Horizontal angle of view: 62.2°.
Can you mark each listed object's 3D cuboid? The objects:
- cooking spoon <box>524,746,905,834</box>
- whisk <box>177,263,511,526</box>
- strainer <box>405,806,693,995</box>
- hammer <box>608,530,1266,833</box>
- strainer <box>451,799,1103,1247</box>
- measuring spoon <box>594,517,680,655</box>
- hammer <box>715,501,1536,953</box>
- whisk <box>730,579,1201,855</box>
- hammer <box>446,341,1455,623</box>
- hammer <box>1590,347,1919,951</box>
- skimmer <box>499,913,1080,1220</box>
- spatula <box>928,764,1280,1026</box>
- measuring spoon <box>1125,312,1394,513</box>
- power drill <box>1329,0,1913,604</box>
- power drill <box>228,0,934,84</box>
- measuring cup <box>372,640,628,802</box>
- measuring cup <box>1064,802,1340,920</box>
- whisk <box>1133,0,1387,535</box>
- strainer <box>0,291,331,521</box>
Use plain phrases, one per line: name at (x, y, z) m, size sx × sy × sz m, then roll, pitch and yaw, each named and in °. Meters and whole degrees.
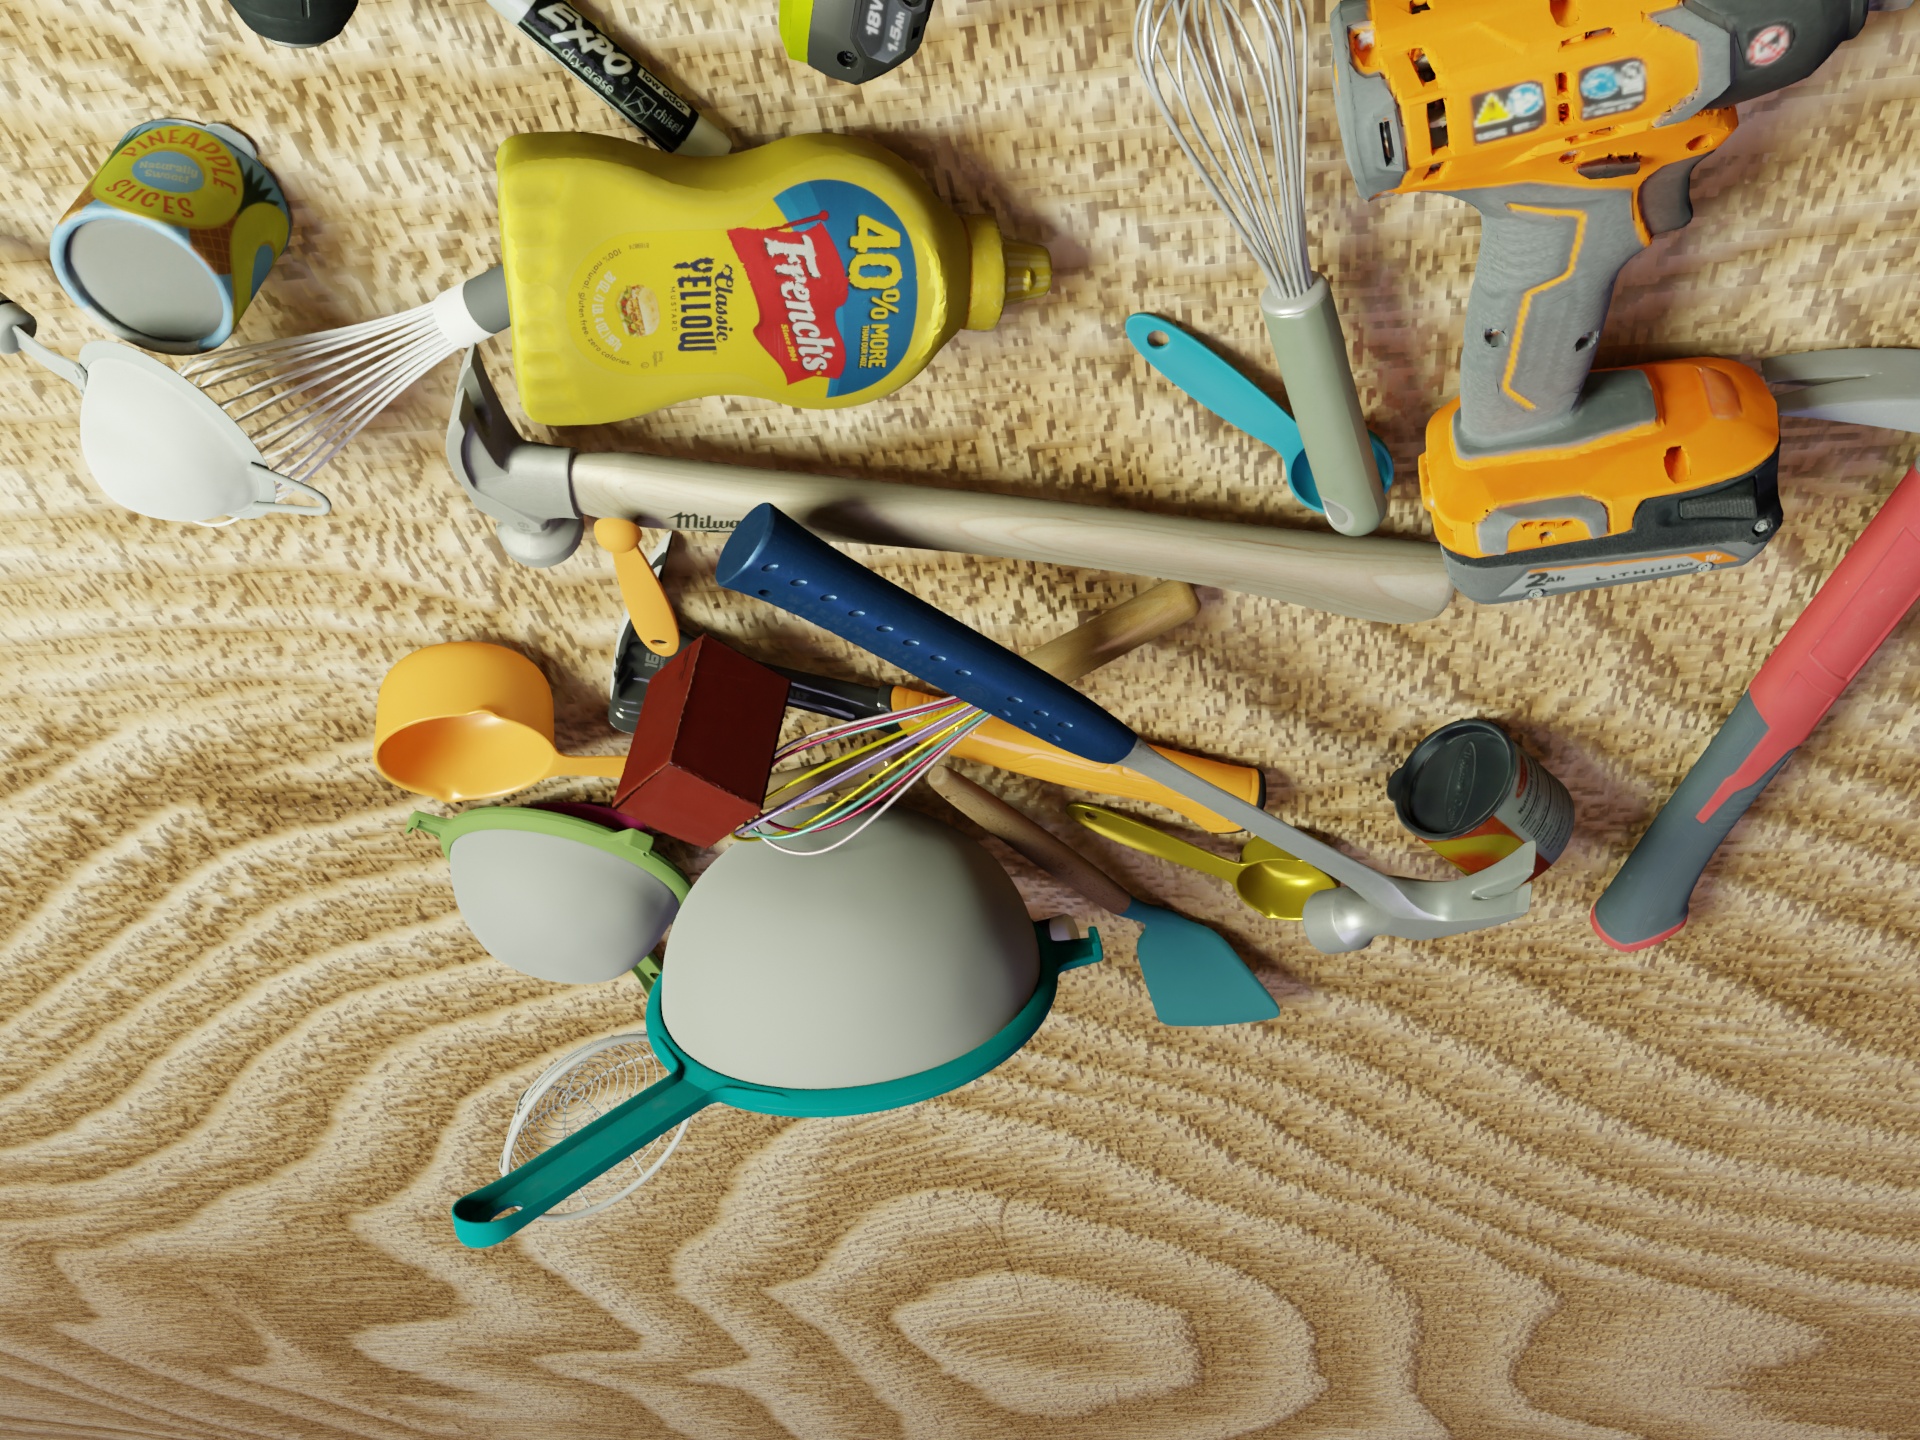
cooking spoon at (-0.151, 0.050, 0.869) m, size 0.319 × 0.017 × 0.068 m, roll -15°, pitch 140°, yaw 38°
whisk at (-0.220, -0.149, 0.629) m, size 0.284 × 0.070 × 0.070 m, roll -19°, pitch 136°, yaw 22°
strainer at (-0.226, 0.140, 0.964) m, size 0.151 × 0.069 × 0.256 m, roll 4°, pitch 149°, yaw 14°
hammer at (-0.004, -0.002, 0.794) m, size 0.336 × 0.034 × 0.127 m, roll 14°, pitch 143°, yaw -9°
strainer at (-0.099, 0.120, 0.754) m, size 0.211 × 0.340 × 0.095 m, roll 14°, pitch 118°, yaw 38°
measuring spoon at (-0.139, -0.053, 0.692) m, size 0.021 × 0.011 × 0.116 m, roll 4°, pitch 155°, yaw 3°
hammer at (0.081, 0.014, 0.696) m, size 0.405 × 0.035 × 0.144 m, roll 27°, pitch 154°, yaw -26°
whisk at (-0.001, -0.002, 0.739) m, size 0.245 × 0.051 × 0.047 m, roll -28°, pitch 129°, yaw 9°
hammer at (0.002, -0.085, 0.654) m, size 0.410 × 0.038 × 0.146 m, roll 6°, pitch 164°, yaw -2°
hammer at (0.358, -0.006, 0.727) m, size 0.143 × 0.038 × 0.386 m, roll 8°, pitch 142°, yaw 1°
skimmer at (-0.097, 0.199, 0.911) m, size 0.363 × 0.090 × 0.127 m, roll -20°, pitch 141°, yaw 18°
spatula at (0.077, 0.102, 0.887) m, size 0.082 × 0.044 × 0.317 m, roll -12°, pitch 148°, yaw 34°
measuring spoon at (0.119, -0.127, 0.633) m, size 0.128 × 0.021 × 0.042 m, roll 32°, pitch 135°, yaw -15°
power drill at (0.223, -0.150, 0.532) m, size 0.164 × 0.084 × 0.226 m, roll -9°, pitch 136°, yaw 19°
power drill at (-0.111, -0.261, 0.439) m, size 0.228 × 0.080 × 0.190 m, roll 13°, pitch 137°, yaw -5°
measuring cup at (-0.214, 0.001, 0.827) m, size 0.173 × 0.052 × 0.095 m, roll 4°, pitch 148°, yaw -27°
measuring cup at (0.134, 0.066, 0.874) m, size 0.156 × 0.029 × 0.062 m, roll 20°, pitch 142°, yaw 3°
whisk at (0.115, -0.157, 0.556) m, size 0.059 × 0.058 × 0.246 m, roll -41°, pitch 133°, yaw -11°
strainer at (-0.358, -0.143, 0.607) m, size 0.258 × 0.050 × 0.086 m, roll 37°, pitch 148°, yaw 3°
